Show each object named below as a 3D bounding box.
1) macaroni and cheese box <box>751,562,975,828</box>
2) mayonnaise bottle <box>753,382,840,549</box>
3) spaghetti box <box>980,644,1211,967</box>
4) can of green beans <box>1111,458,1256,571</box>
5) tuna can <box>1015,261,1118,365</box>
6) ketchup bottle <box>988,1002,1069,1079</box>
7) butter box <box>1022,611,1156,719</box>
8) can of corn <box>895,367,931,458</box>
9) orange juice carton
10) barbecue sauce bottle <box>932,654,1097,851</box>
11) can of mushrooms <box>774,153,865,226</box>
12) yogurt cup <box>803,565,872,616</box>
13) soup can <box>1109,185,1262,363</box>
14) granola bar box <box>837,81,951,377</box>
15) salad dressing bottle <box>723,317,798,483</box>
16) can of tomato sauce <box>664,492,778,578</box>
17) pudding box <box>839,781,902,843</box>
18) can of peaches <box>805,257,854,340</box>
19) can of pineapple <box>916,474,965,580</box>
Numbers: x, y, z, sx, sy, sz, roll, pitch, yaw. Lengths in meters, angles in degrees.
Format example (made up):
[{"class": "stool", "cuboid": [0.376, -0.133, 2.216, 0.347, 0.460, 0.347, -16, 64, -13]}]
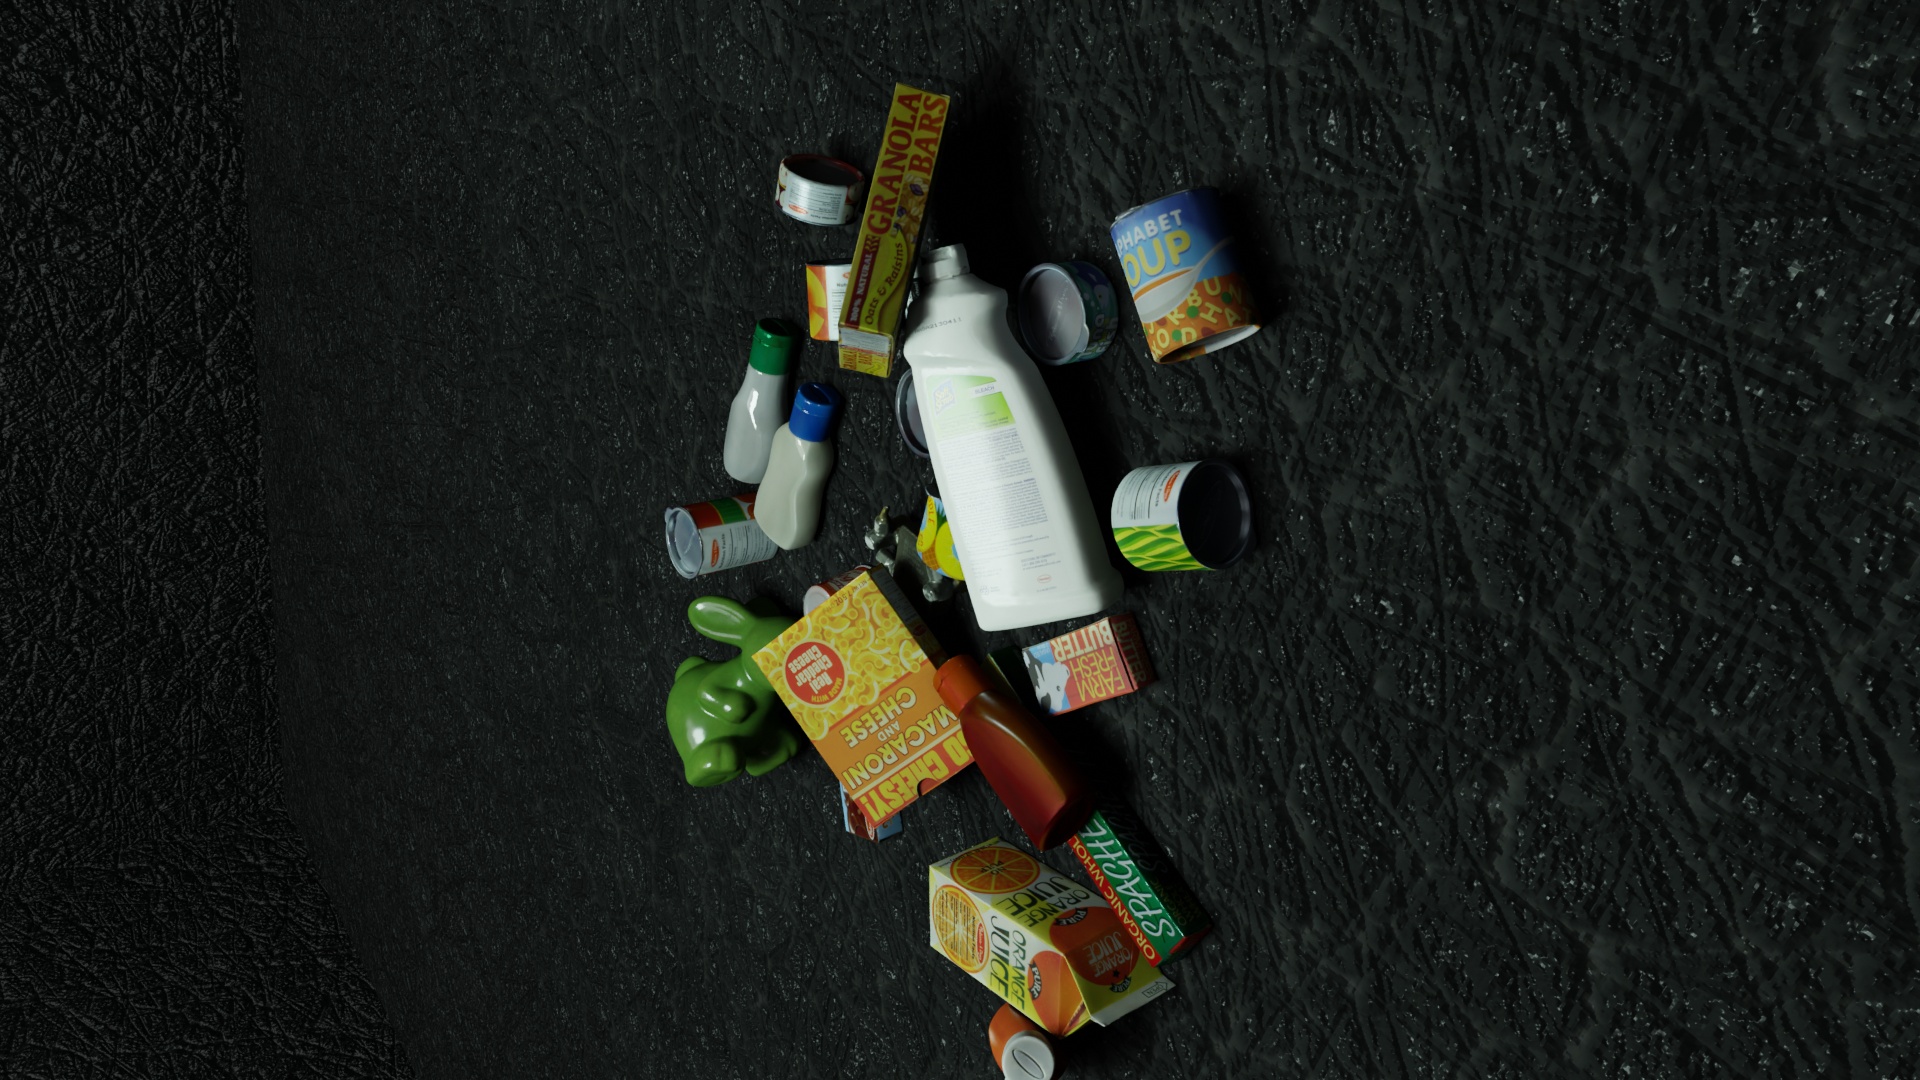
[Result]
[{"class": "macaroni and cheese box", "cuboid": [-0.065, 0.121, 1.076, 0.123, 0.040, 0.166, -37, 86, 19]}, {"class": "mayonnaise bottle", "cuboid": [-0.137, -0.065, 1.190, 0.065, 0.041, 0.147, 46, 132, 31]}, {"class": "spaghetti box", "cuboid": [0.087, 0.185, 0.991, 0.251, 0.029, 0.050, 54, 138, 26]}, {"class": "can of green beans", "cuboid": [0.134, -0.014, 0.839, 0.057, 0.071, 0.071, -4, 98, 53]}, {"class": "tuna can", "cuboid": [0.071, -0.147, 0.905, 0.071, 0.033, 0.070, 20, 116, 48]}, {"class": "ketchup bottle", "cuboid": [0.050, 0.373, 1.015, 0.065, 0.043, 0.148, 39, 172, 10]}, {"class": "butter box", "cuboid": [0.087, 0.087, 0.963, 0.103, 0.024, 0.053, -27, 78, 52]}, {"class": "can of corn", "cuboid": [-0.002, -0.095, 0.993, 0.071, 0.058, 0.071, 19, 115, 48]}, {"class": "orange juice carton", "cuboid": [0.063, 0.296, 1.019, 0.193, 0.072, 0.072, 20, 116, 48]}, {"class": "barbecue sauce bottle", "cuboid": [0.034, 0.144, 0.984, 0.149, 0.044, 0.064, 50, 135, 32]}, {"class": "can of mushrooms", "cuboid": [-0.108, -0.271, 1.070, 0.071, 0.071, 0.033, 42, 132, 36]}, {"class": "yogurt cup", "cuboid": [-0.095, 0.059, 1.161, 0.072, 0.054, 0.072, 21, 117, 48]}, {"class": "soup can", "cuboid": [0.128, -0.152, 0.800, 0.071, 0.071, 0.084, -24, 82, 52]}, {"class": "granola bar box", "cuboid": [-0.045, -0.203, 0.935, 0.124, 0.039, 0.165, 130, 153, -83]}, {"class": "salad dressing bottle", "cuboid": [-0.173, -0.122, 1.215, 0.064, 0.044, 0.146, 45, 132, 37]}, {"class": "can of tomato sauce", "cuboid": [-0.219, -0.007, 1.274, 0.071, 0.083, 0.071, 19, 116, 48]}, {"class": "pudding box", "cuboid": [-0.081, 0.216, 1.211, 0.049, 0.030, 0.083, 3, 103, 50]}, {"class": "can of peaches", "cuboid": [-0.084, -0.186, 1.066, 0.071, 0.071, 0.058, 15, 113, 49]}, {"class": "can of pineapple", "cuboid": [0.004, -0.013, 1.003, 0.071, 0.071, 0.057, 43, 131, 36]}]
